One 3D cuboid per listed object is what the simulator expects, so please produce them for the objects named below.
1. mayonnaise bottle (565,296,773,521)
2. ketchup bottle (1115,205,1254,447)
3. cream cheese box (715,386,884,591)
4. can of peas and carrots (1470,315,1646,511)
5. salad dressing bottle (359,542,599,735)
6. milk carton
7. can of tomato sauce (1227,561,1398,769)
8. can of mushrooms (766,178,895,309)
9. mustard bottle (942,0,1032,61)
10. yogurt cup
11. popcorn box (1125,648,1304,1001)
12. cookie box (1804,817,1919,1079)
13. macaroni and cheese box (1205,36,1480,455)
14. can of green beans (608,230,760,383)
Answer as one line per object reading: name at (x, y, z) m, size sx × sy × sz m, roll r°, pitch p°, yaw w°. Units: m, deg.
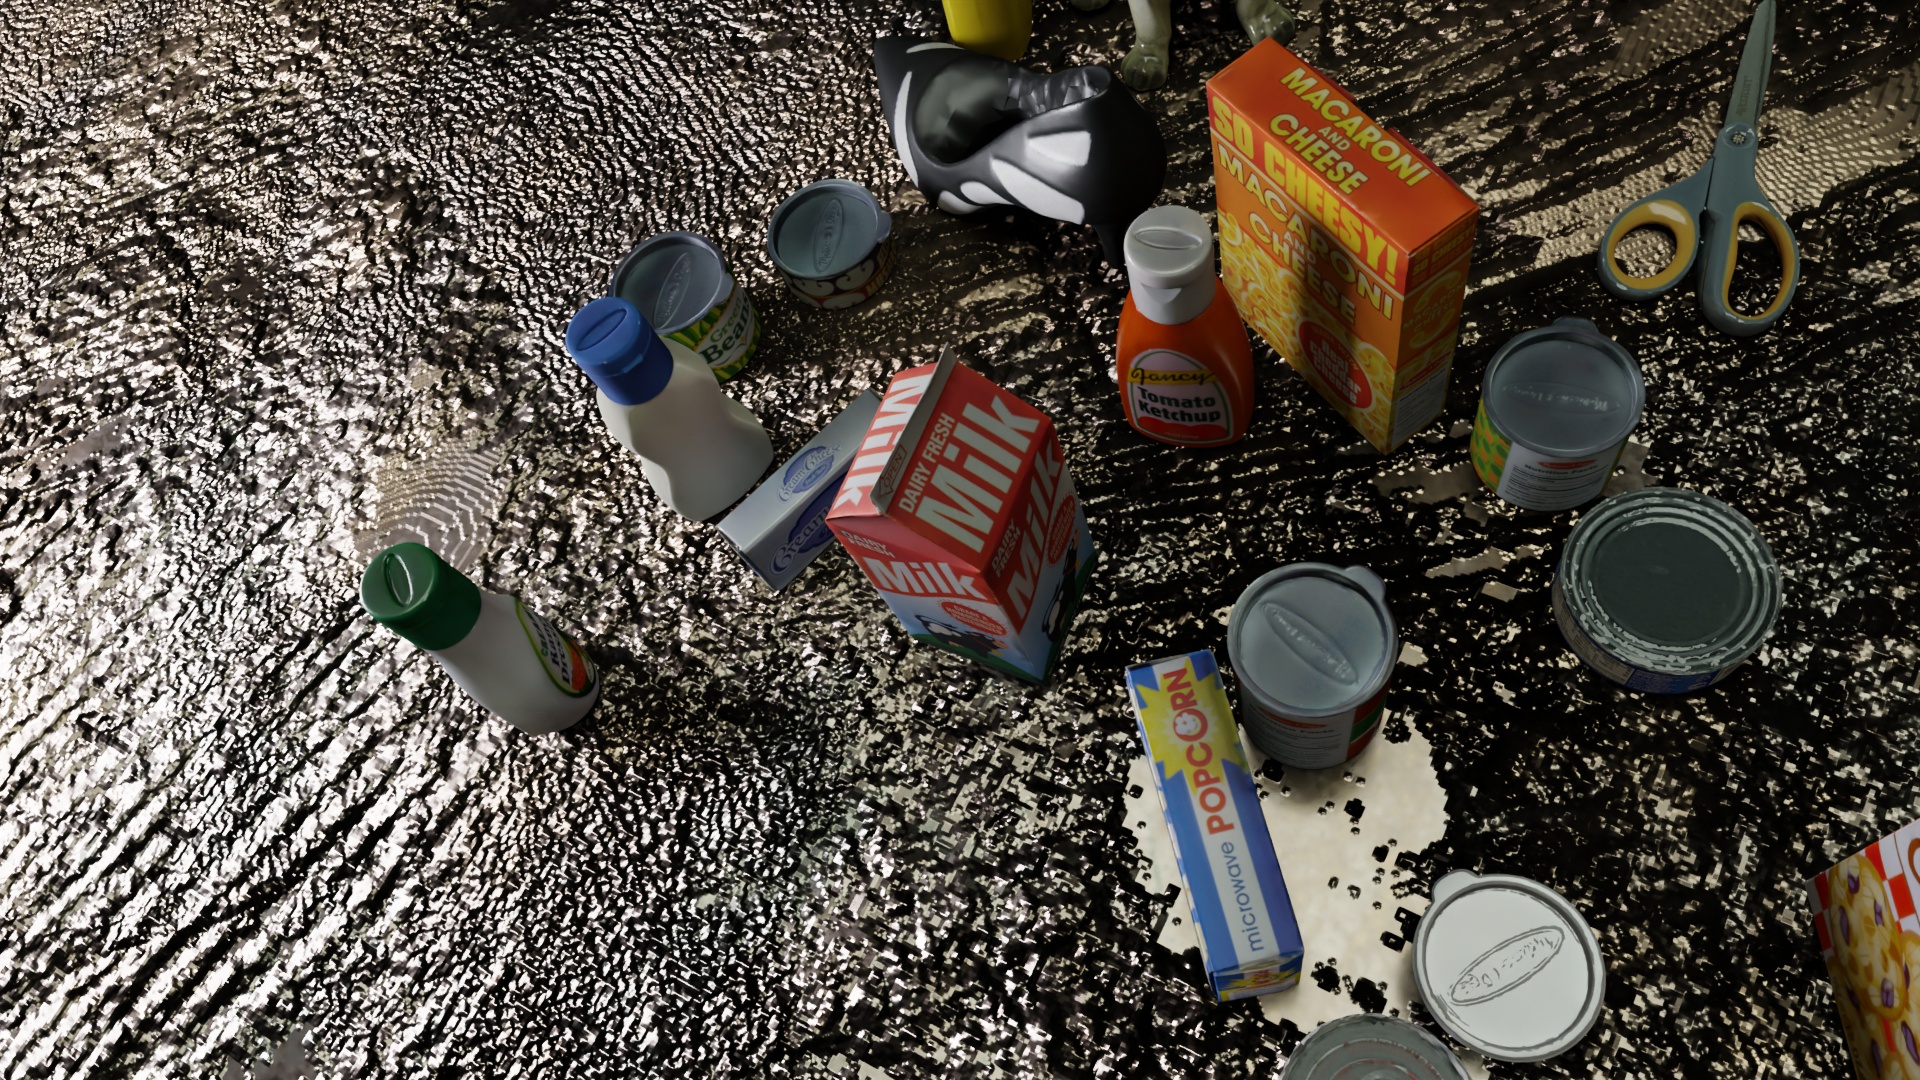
mayonnaise bottle at (-0.142, -0.064, 0.678) m, size 0.065 × 0.147 × 0.041 m, roll -42°, pitch 64°, yaw -7°
ketchup bottle at (0.100, -0.095, 0.635) m, size 0.065 × 0.148 × 0.044 m, roll 9°, pitch 69°, yaw 17°
cream cheese box at (-0.069, -0.024, 0.695) m, size 0.104 × 0.053 × 0.024 m, roll -44°, pitch 64°, yaw -8°
can of peas and carrots at (0.268, -0.056, 0.629) m, size 0.071 × 0.058 × 0.071 m, roll -5°, pitch 65°, yaw 11°
salad dressing bottle at (-0.220, 0.047, 0.645) m, size 0.044 × 0.147 × 0.064 m, roll -29°, pitch 63°, yaw -1°
milk carton at (0.002, -0.007, 0.594) m, size 0.073 × 0.190 × 0.072 m, roll 18°, pitch 71°, yaw 20°
can of tomato sauce at (0.150, 0.054, 0.591) m, size 0.071 × 0.083 × 0.071 m, roll -5°, pitch 65°, yaw 11°
can of mushrooms at (-0.069, -0.164, 0.771) m, size 0.071 × 0.033 × 0.071 m, roll -5°, pitch 65°, yaw 11°
mustard bottle at (0.006, -0.335, 0.763) m, size 0.049 × 0.159 × 0.065 m, roll -2°, pitch 66°, yaw 12°
yogurt cup at (0.210, 0.168, 0.540) m, size 0.072 × 0.053 × 0.072 m, roll -5°, pitch 65°, yaw 11°
popcorn box at (0.104, 0.118, 0.571) m, size 0.038 × 0.085 × 0.127 m, roll -16°, pitch 63°, yaw 6°
cookie box at (0.339, 0.156, 0.452) m, size 0.040 × 0.167 × 0.123 m, roll -6°, pitch 65°, yaw 11°
macaroni and cheese box at (0.168, -0.127, 0.624) m, size 0.040 × 0.166 × 0.124 m, roll -36°, pitch 63°, yaw -5°
can of green beans at (-0.149, -0.125, 0.758) m, size 0.071 × 0.057 × 0.071 m, roll -5°, pitch 65°, yaw 11°
